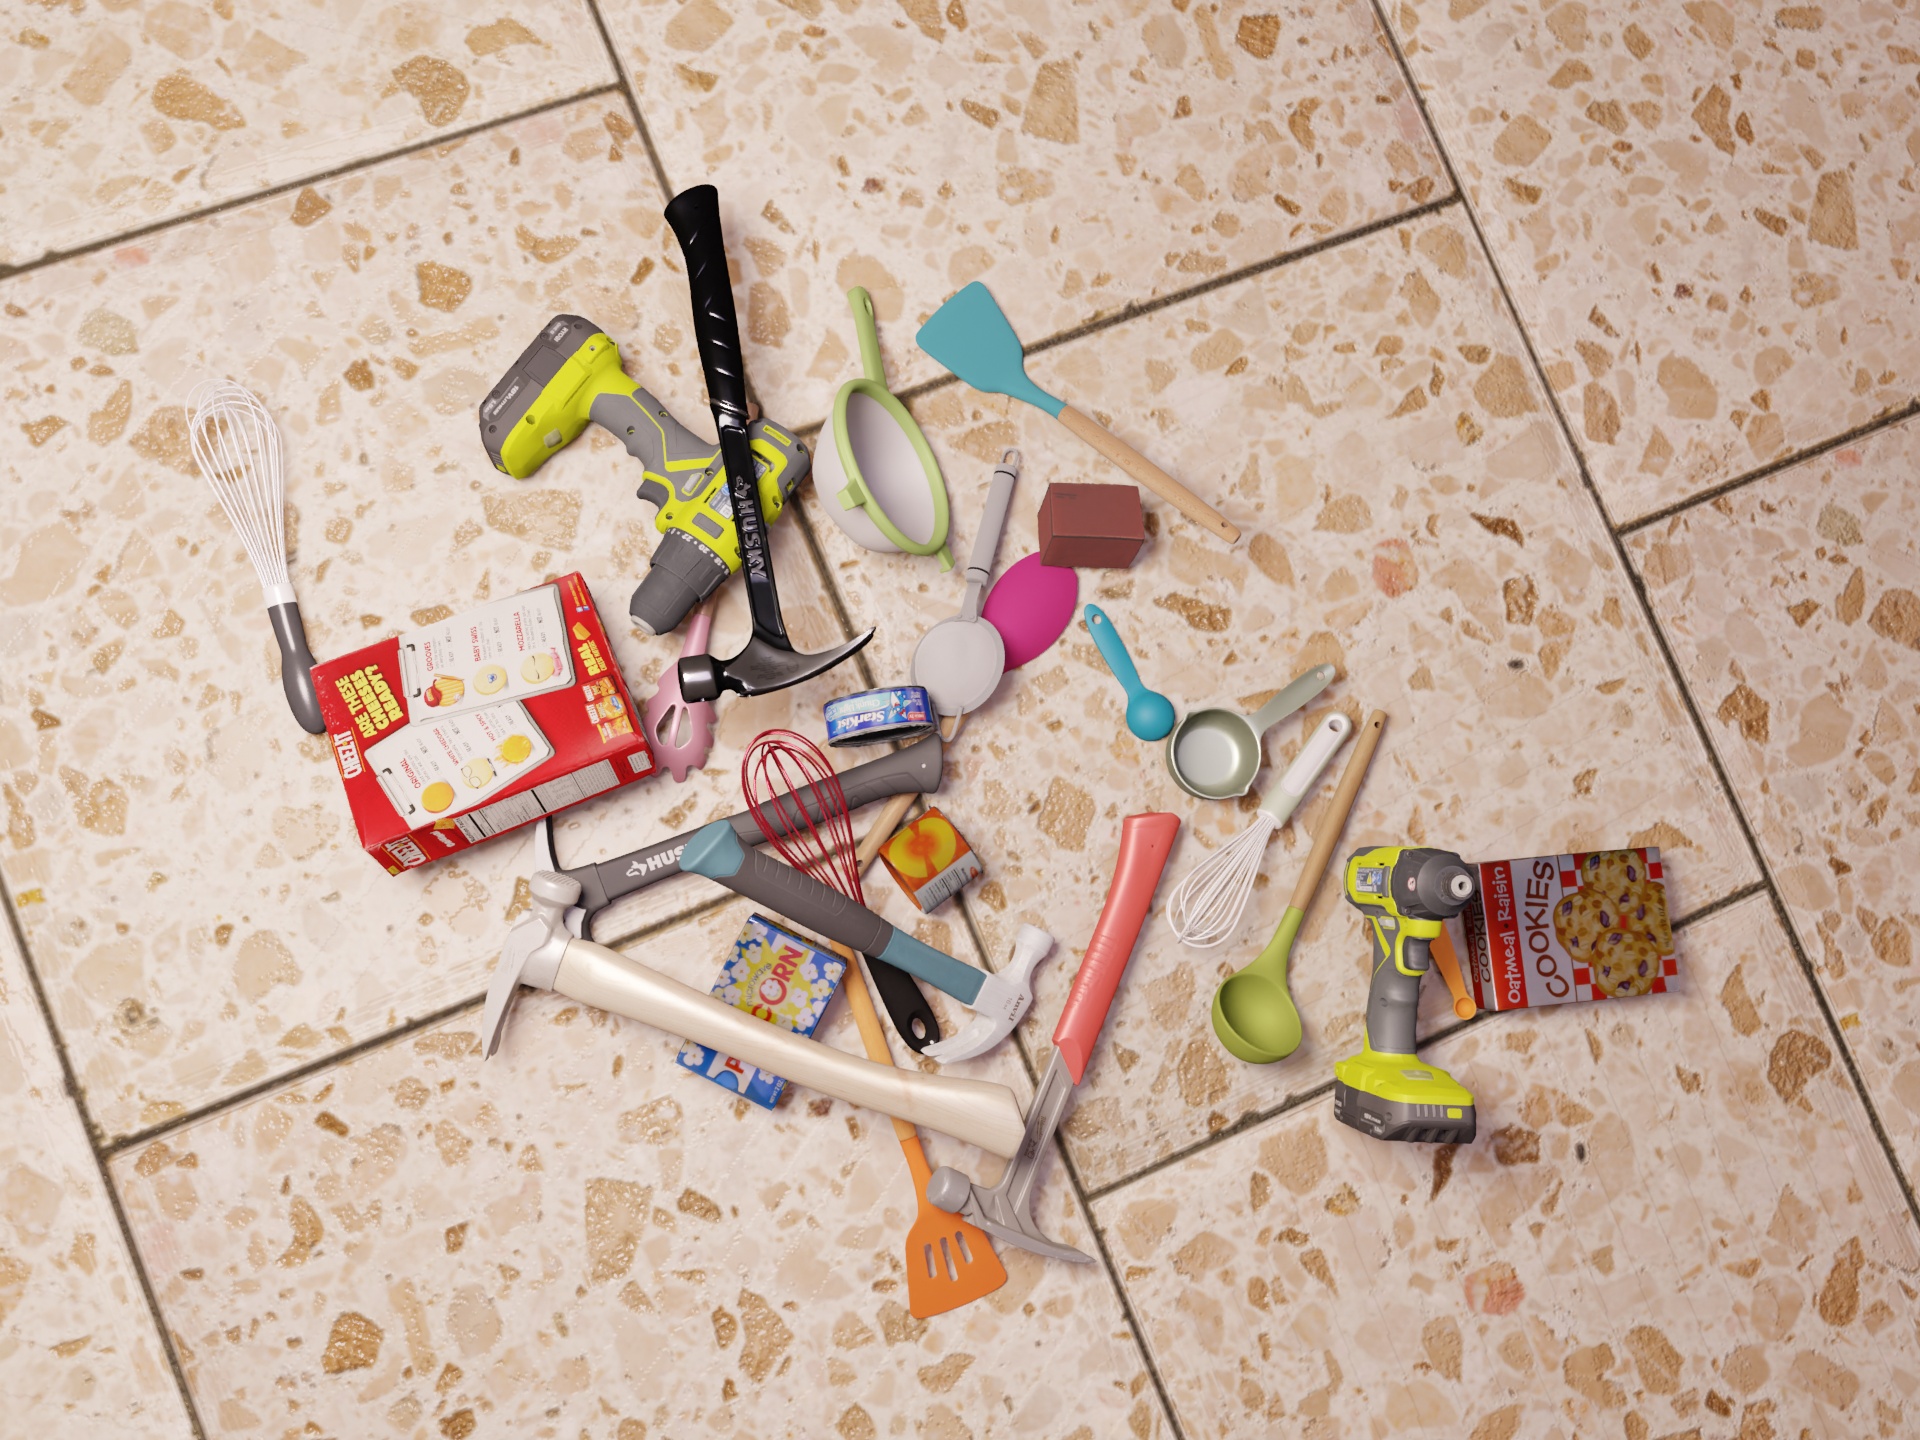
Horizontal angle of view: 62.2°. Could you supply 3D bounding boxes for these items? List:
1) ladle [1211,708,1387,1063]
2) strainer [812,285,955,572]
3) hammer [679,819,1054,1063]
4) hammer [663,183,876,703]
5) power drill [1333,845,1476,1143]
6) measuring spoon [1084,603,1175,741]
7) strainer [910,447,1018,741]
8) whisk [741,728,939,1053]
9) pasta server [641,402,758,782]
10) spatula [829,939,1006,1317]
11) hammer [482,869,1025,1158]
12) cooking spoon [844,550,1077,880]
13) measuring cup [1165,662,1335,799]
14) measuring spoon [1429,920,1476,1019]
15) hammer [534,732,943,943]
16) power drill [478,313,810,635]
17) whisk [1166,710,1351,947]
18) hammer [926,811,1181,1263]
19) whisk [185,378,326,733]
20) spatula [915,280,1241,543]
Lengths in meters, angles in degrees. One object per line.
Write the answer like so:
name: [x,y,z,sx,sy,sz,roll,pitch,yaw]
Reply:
ladle: [0.291,0.131,1.306,0.078,0.062,0.320,27,77,-4]
strainer: [-0.085,-0.238,1.292,0.069,0.151,0.257,-23,62,25]
hammer: [-0.068,0.157,1.181,0.330,0.033,0.128,33,78,-34]
hammer: [-0.168,-0.219,1.208,0.149,0.036,0.409,-9,79,-11]
power drill: [0.352,0.210,1.247,0.080,0.171,0.223,4,85,-8]
measuring spoon: [0.139,-0.042,1.322,0.042,0.021,0.128,-29,89,-11]
strainer: [0.009,-0.111,1.299,0.087,0.050,0.258,5,70,30]
whisk: [-0.085,0.136,1.218,0.073,0.073,0.295,-29,108,-11]
pasta server: [-0.203,-0.107,1.283,0.060,0.040,0.316,12,77,-6]
spatula: [-0.051,0.305,1.251,0.081,0.041,0.323,-19,81,-11]
hammer: [-0.151,0.250,1.188,0.410,0.038,0.146,21,91,1]
cooking spoon: [-0.002,-0.004,1.300,0.069,0.017,0.319,33,79,-1]
measuring cup: [0.243,0.004,1.325,0.167,0.038,0.083,-35,88,-13]
measuring spoon: [0.404,0.195,1.337,0.021,0.011,0.117,-18,82,-9]
hammer: [-0.169,0.080,1.245,0.335,0.035,0.146,-21,89,-7]
power drill: [-0.258,-0.192,1.245,0.228,0.080,0.190,34,76,3]
whisk: [0.250,0.087,1.310,0.058,0.059,0.246,35,74,15]
hammer: [0.105,0.241,1.265,0.149,0.037,0.359,29,75,-20]
whisk: [-0.533,-0.127,1.226,0.070,0.070,0.284,-16,90,-10]
spatula: [0.103,-0.245,1.310,0.318,0.044,0.082,39,73,17]
